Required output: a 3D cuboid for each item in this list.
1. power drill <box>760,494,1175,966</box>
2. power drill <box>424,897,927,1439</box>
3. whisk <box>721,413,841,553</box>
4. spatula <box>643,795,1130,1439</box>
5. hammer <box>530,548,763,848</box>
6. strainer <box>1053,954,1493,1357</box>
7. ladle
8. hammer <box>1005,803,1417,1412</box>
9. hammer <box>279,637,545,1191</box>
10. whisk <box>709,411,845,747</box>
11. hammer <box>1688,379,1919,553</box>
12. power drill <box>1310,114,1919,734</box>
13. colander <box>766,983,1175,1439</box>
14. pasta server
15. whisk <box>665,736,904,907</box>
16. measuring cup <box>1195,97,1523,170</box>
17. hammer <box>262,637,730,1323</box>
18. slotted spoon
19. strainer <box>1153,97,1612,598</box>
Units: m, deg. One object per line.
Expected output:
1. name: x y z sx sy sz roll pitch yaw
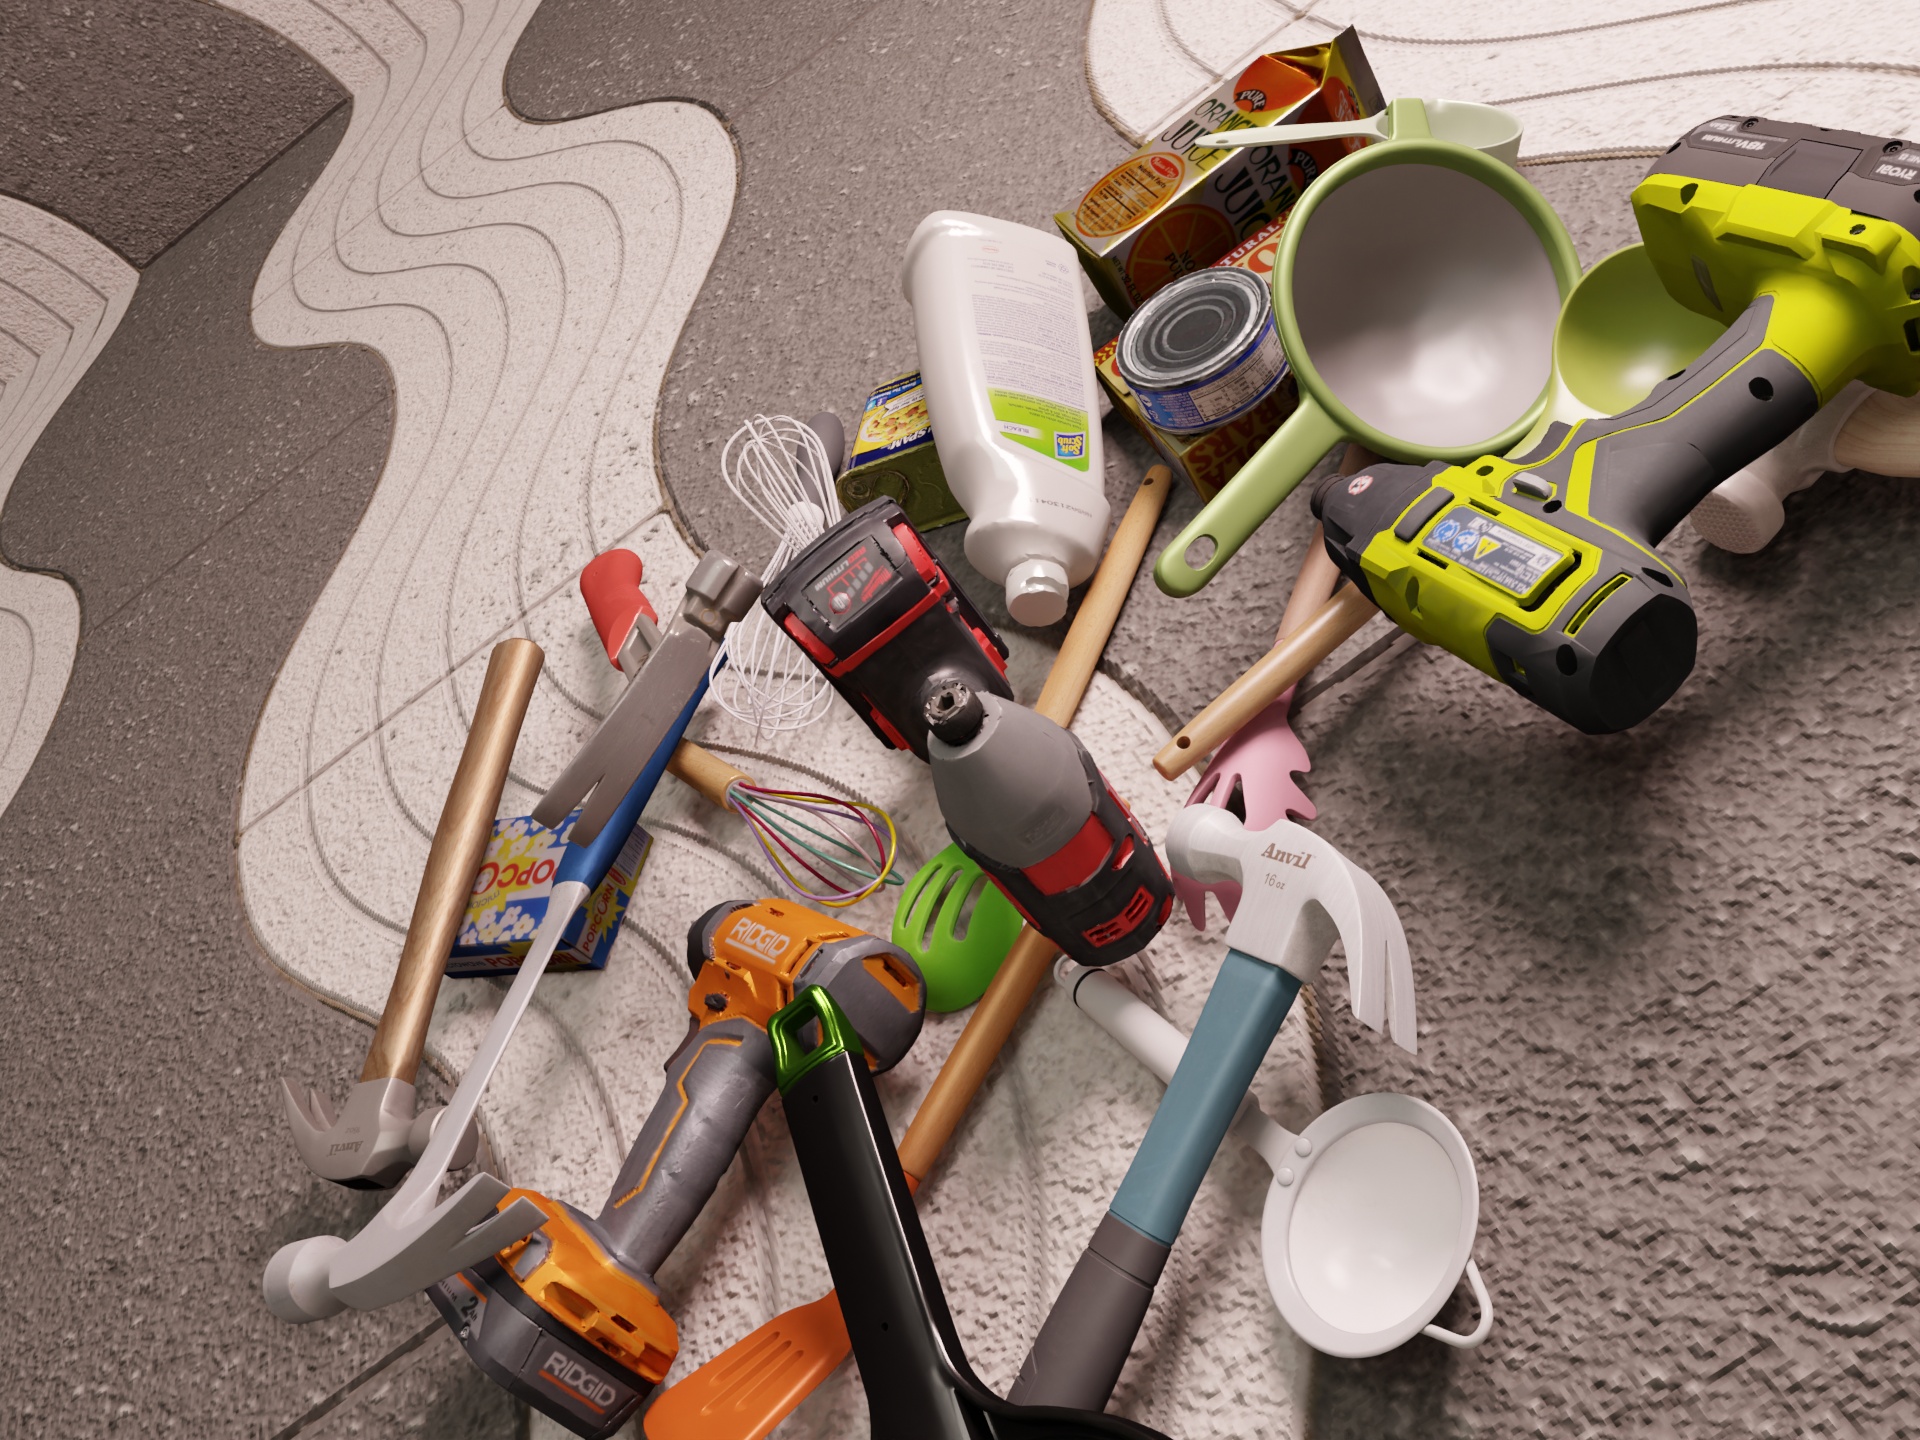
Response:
1. power drill: -0.001 -0.002 0.671 0.078 0.143 0.220 -39 38 1
2. power drill: -0.130 0.175 0.701 0.226 0.084 0.164 -52 30 -18
3. whisk: -0.067 -0.079 0.863 0.059 0.057 0.247 -26 60 -8
4. spatula: -0.017 0.160 0.655 0.323 0.041 0.081 -58 21 -18
5. hammer: -0.189 -0.043 0.882 0.149 0.036 0.359 -55 21 0
6. strainer: 0.106 0.145 0.579 0.087 0.050 0.259 -57 36 1
7. ladle: 0.201 -0.086 0.669 0.320 0.062 0.078 -40 56 -8
8. hammer: 0.055 0.187 0.546 0.128 0.033 0.331 14 74 57
9. hammer: -0.283 0.092 0.870 0.130 0.031 0.332 -16 49 27
10. whisk: -0.097 -0.095 0.938 0.070 0.070 0.285 -20 40 23
11. hammer: 0.418 -0.088 0.465 0.146 0.038 0.411 -46 25 -7
12. power drill: 0.248 -0.115 0.593 0.223 0.080 0.171 -45 38 0
13. colander: -0.023 0.237 0.483 0.204 0.094 0.398 -40 47 17
14. pasta server: 0.159 -0.047 0.719 0.060 0.040 0.316 0 51 38
15. whisk: -0.102 0.042 0.830 0.245 0.051 0.047 24 106 52
16. measuring cup: 0.209 -0.296 0.842 0.167 0.038 0.083 0 39 8
17. hammer: -0.189 0.091 0.770 0.144 0.035 0.406 -23 32 33
18. slotted spoon: 0.043 -0.005 0.770 0.070 0.031 0.314 5 57 37
19. strainer: 0.172 -0.148 0.733 0.256 0.151 0.069 -47 4 -9
